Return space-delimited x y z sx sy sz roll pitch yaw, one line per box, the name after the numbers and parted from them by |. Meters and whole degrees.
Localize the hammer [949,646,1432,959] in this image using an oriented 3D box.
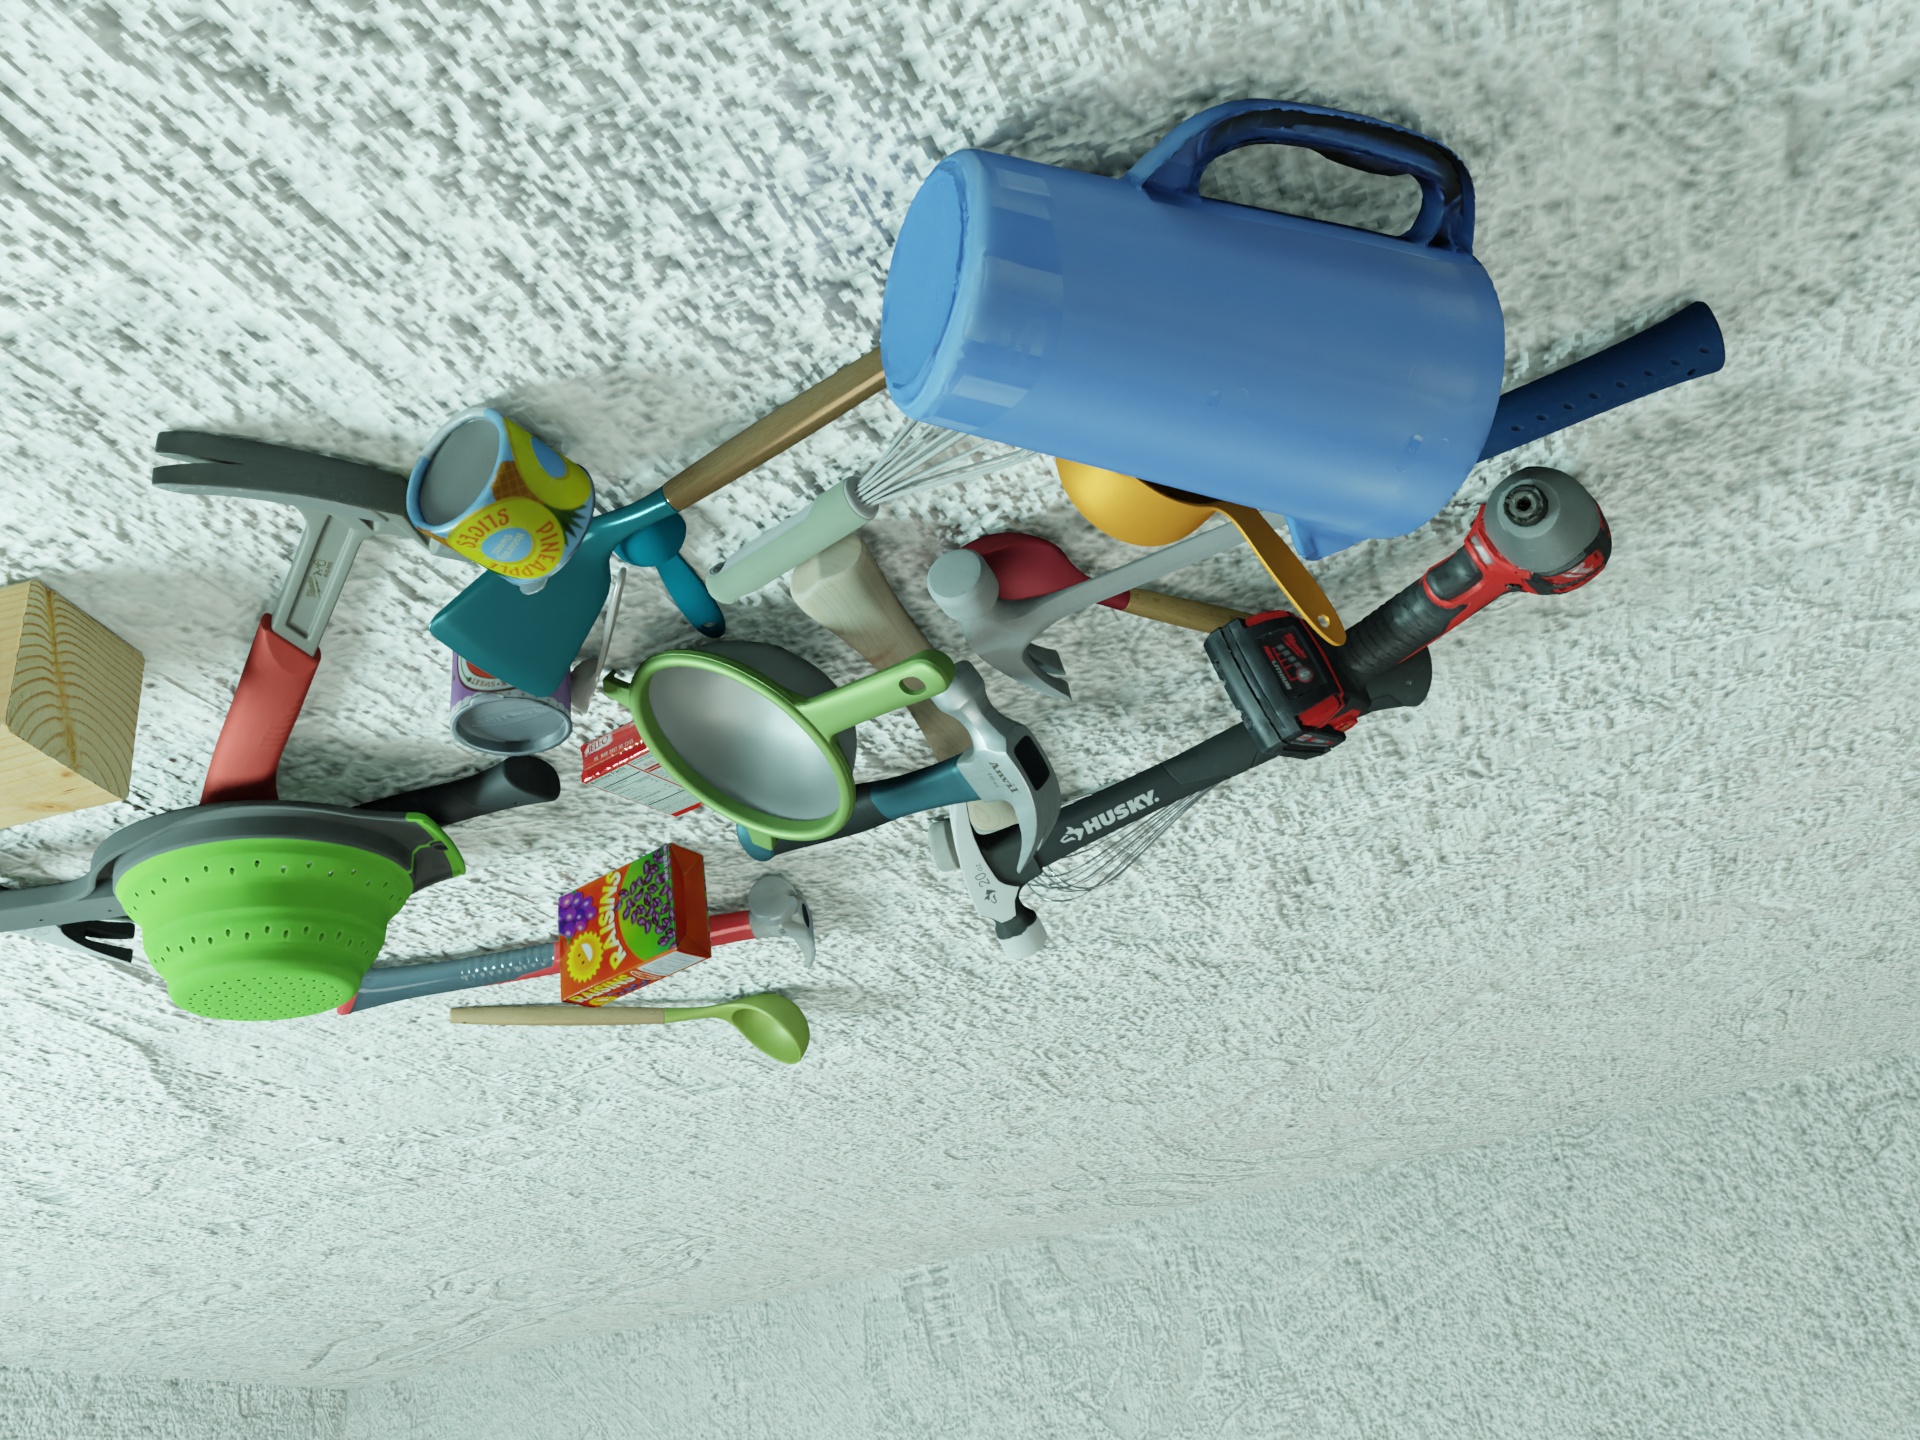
0.149 0.028 1.032 0.335 0.035 0.146 -26 115 4 | hammer

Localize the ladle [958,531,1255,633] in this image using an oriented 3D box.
0.118 -0.068 0.951 0.315 0.031 0.069 9 146 -33 | ladle

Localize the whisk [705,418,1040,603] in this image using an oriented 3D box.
-0.045 -0.117 0.802 0.246 0.058 0.059 -26 113 34 | whisk

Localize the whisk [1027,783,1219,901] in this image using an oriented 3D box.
0.163 0.040 1.092 0.284 0.070 0.070 -31 148 8 | whisk

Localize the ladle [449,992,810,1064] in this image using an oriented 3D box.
-0.295 0.278 1.436 0.320 0.062 0.078 3 147 -16 | ladle

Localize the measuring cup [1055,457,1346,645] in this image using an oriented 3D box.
0.115 -0.095 0.767 0.095 0.173 0.052 -38 178 -38 | measuring cup

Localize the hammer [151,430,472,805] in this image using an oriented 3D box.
-0.383 -0.027 0.870 0.149 0.037 0.359 10 146 -30 | hammer

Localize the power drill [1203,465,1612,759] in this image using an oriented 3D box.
0.257 -0.065 0.900 0.219 0.079 0.143 -33 162 21 | power drill

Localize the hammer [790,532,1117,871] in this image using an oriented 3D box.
-0.002 -0.003 1.024 0.146 0.038 0.410 -16 151 9 | hammer

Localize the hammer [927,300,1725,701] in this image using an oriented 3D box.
0.191 -0.115 0.839 0.405 0.035 0.144 -22 150 13 | hammer

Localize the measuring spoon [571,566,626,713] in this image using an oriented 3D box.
-0.206 -0.047 0.897 0.018 0.034 0.124 18 140 -10 | measuring spoon

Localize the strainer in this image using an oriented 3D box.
-0.082 -0.014 0.904 0.256 0.069 0.151 -19 120 46 | strainer

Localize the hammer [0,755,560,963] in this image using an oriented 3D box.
-0.459 0.090 1.064 0.409 0.036 0.149 -15 152 10 | hammer

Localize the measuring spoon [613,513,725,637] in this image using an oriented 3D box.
-0.154 -0.072 0.866 0.042 0.021 0.128 -13 150 8 | measuring spoon

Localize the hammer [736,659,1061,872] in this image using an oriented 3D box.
-0.055 0.051 1.012 0.128 0.033 0.331 52 146 -14 | hammer

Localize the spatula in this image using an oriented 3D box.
-0.117 -0.111 0.767 0.317 0.044 0.082 -28 140 22 | spatula

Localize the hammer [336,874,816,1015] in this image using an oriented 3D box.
-0.312 0.197 1.299 0.386 0.038 0.143 -10 153 1 | hammer

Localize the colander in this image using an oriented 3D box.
-0.519 0.143 1.001 0.397 0.095 0.204 -8 155 -5 | colander
